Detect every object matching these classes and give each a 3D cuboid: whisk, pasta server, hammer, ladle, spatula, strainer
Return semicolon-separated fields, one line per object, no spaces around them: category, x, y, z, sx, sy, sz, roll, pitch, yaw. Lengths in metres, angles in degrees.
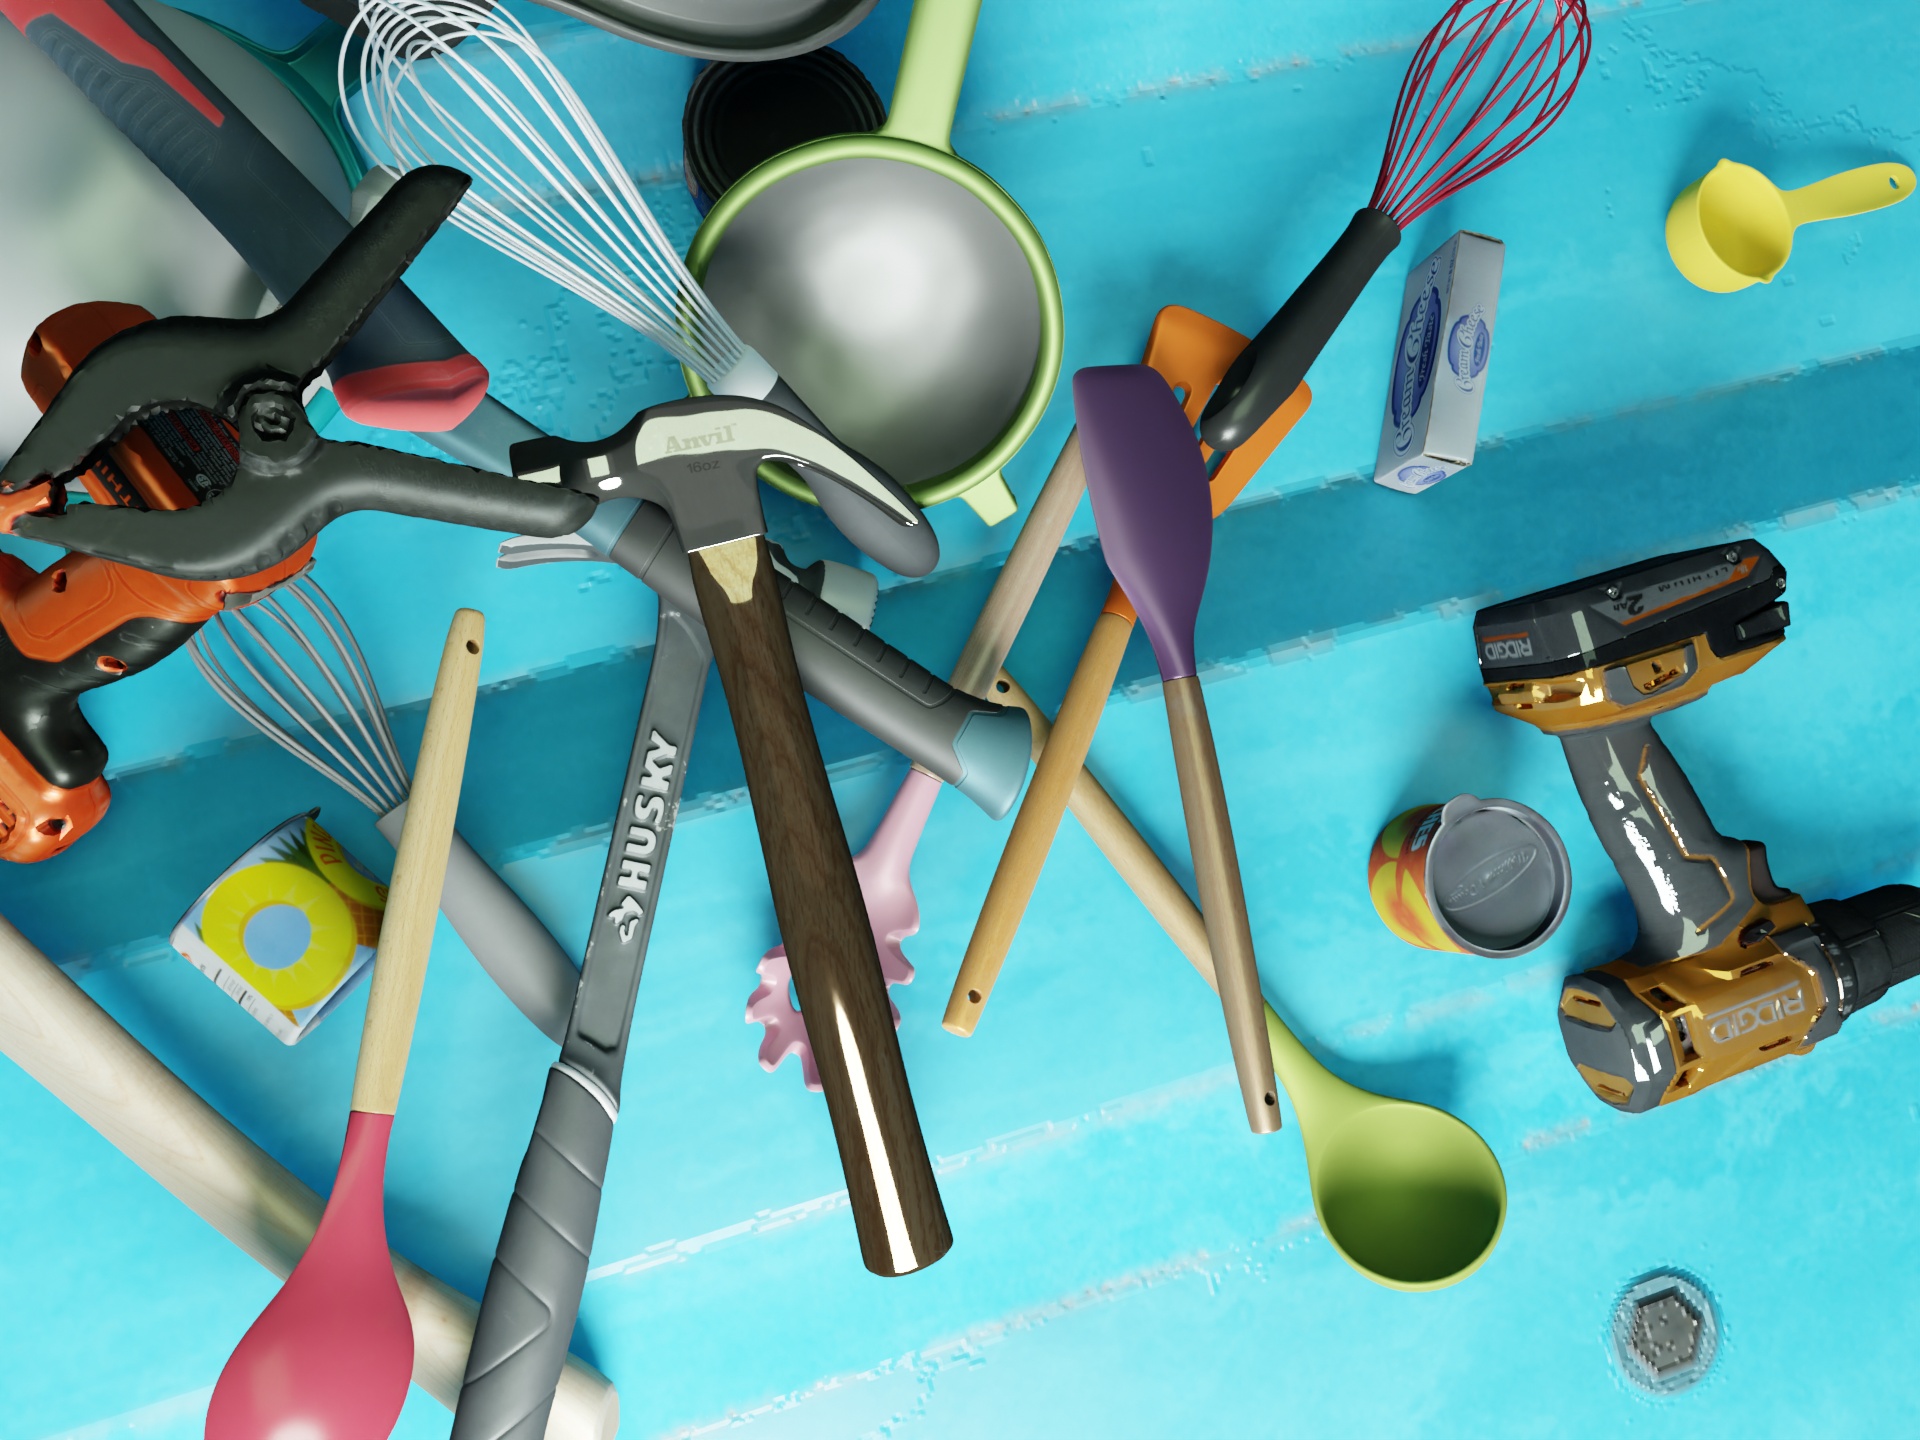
whisk;0.192;-0.228;0.695;0.073;0.073;0.296;39;76;-5
pasta server;-0.001;-0.002;0.646;0.060;0.040;0.316;26;85;-8
hammer;-0.112;-0.067;0.598;0.331;0.033;0.128;33;71;-8
hammer;-0.054;0.047;0.578;0.130;0.031;0.331;-15;100;-7
hammer;-0.139;0.115;0.586;0.149;0.036;0.409;15;73;-15
whisk;-0.214;0.033;0.614;0.055;0.055;0.239;-38;97;-12
ladle;0.109;0.100;0.661;0.078;0.062;0.320;-38;90;-13
ladle;-0.200;0.111;0.557;0.069;0.031;0.315;22;69;-45
spatula;0.059;-0.023;0.654;0.081;0.041;0.323;28;69;-13
spatula;0.096;0.008;0.644;0.059;0.018;0.316;-8;85;-26
hammer;-0.293;0.151;0.575;0.410;0.038;0.146;44;109;-10
hammer;-0.294;-0.254;0.539;0.386;0.038;0.143;45;65;-1
strainer;-0.022;-0.208;0.615;0.151;0.069;0.256;12;119;-8
strainer;-0.284;-0.231;0.597;0.211;0.095;0.340;45;80;-4
whisk;-0.103;-0.147;0.580;0.284;0.070;0.070;43;78;-30

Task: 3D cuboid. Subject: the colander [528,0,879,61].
colander;-0.038;-0.374;0.589;0.397;0.094;0.204;-31;86;-35

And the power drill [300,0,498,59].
power drill;-0.201;-0.370;0.610;0.171;0.080;0.223;29;57;-7

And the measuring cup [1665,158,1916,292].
measuring cup;0.402;-0.245;0.769;0.156;0.029;0.062;-19;88;-24

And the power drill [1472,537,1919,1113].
power drill;0.336;0.038;0.699;0.185;0.084;0.226;-16;92;-12
